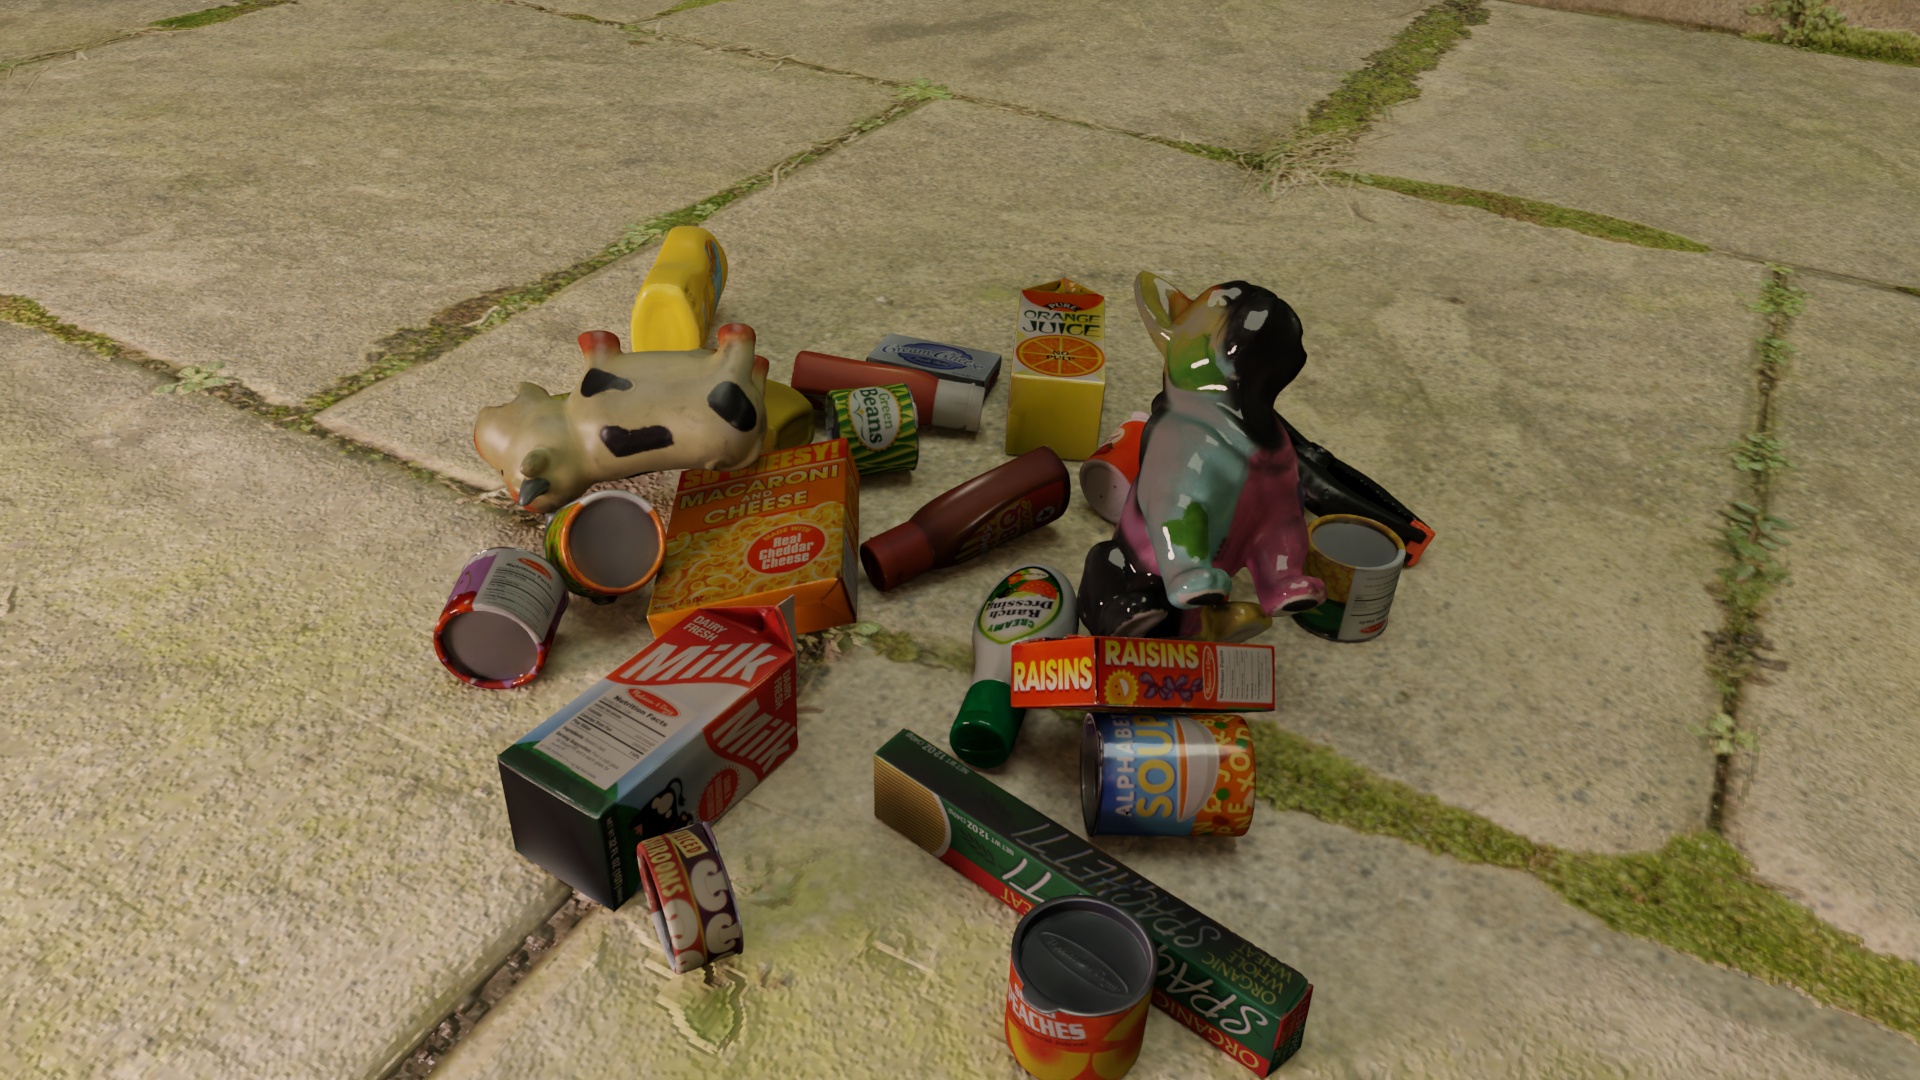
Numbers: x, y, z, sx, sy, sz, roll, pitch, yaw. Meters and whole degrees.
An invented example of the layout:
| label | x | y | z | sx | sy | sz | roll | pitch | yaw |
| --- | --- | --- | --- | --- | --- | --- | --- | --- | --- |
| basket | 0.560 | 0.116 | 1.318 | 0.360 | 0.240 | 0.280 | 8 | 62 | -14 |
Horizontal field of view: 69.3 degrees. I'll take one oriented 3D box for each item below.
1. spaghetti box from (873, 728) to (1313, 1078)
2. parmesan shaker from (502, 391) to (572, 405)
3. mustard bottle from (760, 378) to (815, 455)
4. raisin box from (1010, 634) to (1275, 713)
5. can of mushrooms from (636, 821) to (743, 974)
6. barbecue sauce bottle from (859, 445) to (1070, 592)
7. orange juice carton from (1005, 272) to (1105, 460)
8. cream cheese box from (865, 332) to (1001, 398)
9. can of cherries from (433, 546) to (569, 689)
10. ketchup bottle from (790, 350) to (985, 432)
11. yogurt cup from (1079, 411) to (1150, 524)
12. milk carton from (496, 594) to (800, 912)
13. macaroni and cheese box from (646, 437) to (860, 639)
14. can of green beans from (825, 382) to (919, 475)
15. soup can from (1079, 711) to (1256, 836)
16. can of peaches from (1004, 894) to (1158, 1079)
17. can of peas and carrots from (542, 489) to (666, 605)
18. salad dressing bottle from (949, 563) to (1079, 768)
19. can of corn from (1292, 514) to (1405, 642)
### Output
| label | x | y | z | sx | sy | sz | roll | pitch | yaw |
| --- | --- | --- | --- | --- | --- | --- | --- | --- | --- |
| spaghetti box | 0.056 | 0.174 | 0.690 | 0.250 | 0.049 | 0.029 | 27 | 44 | 31 |
| parmesan shaker | -0.274 | -0.076 | 1.012 | 0.103 | 0.071 | 0.071 | -14 | 38 | -21 |
| mustard bottle | -0.188 | -0.107 | 1.074 | 0.160 | 0.048 | 0.065 | 24 | 40 | 28 |
| raisin box | 0.101 | 0.076 | 0.776 | 0.123 | 0.040 | 0.086 | 5 | -9 | -29 |
| can of mushrooms | -0.130 | 0.169 | 0.665 | 0.033 | 0.070 | 0.071 | -15 | 39 | -21 |
| barbecue sauce bottle | 0.003 | -0.012 | 0.945 | 0.149 | 0.064 | 0.044 | -26 | 61 | -22 |
| orange juice carton | 0.079 | -0.146 | 1.130 | 0.073 | 0.071 | 0.194 | 5 | 35 | 2 |
| cream cheese box | -0.022 | -0.144 | 1.161 | 0.104 | 0.024 | 0.054 | 13 | 35 | 13 |
| can of cherries | -0.276 | 0.049 | 0.835 | 0.071 | 0.071 | 0.059 | 2 | 36 | -2 |
| ketchup bottle | -0.056 | -0.116 | 1.092 | 0.149 | 0.043 | 0.064 | 9 | -6 | 1 |
| yogurt cup | 0.123 | -0.047 | 1.001 | 0.072 | 0.072 | 0.054 | 31 | 51 | 34 |
| milk carton | -0.150 | 0.103 | 0.758 | 0.073 | 0.072 | 0.191 | 22 | 40 | 26 |
| macaroni and cheese box | -0.130 | 0.002 | 0.910 | 0.124 | 0.040 | 0.167 | -11 | 34 | 5 |
| can of green beans | -0.066 | -0.082 | 1.031 | 0.058 | 0.071 | 0.071 | -7 | 36 | -14 |
| soup can | 0.110 | 0.125 | 0.746 | 0.084 | 0.071 | 0.072 | 1 | 35 | -3 |
| can of peaches | 0.052 | 0.208 | 0.635 | 0.071 | 0.057 | 0.071 | 2 | 36 | -1 |
| can of peas and carrots | -0.224 | 0.005 | 0.874 | 0.071 | 0.071 | 0.058 | -18 | 4 | -27 |
| salad dressing bottle | 0.031 | 0.073 | 0.835 | 0.064 | 0.043 | 0.148 | -2 | 34 | 21 |
| can of corn | 0.251 | 0.022 | 0.913 | 0.071 | 0.058 | 0.071 | 2 | 35 | -1 |
